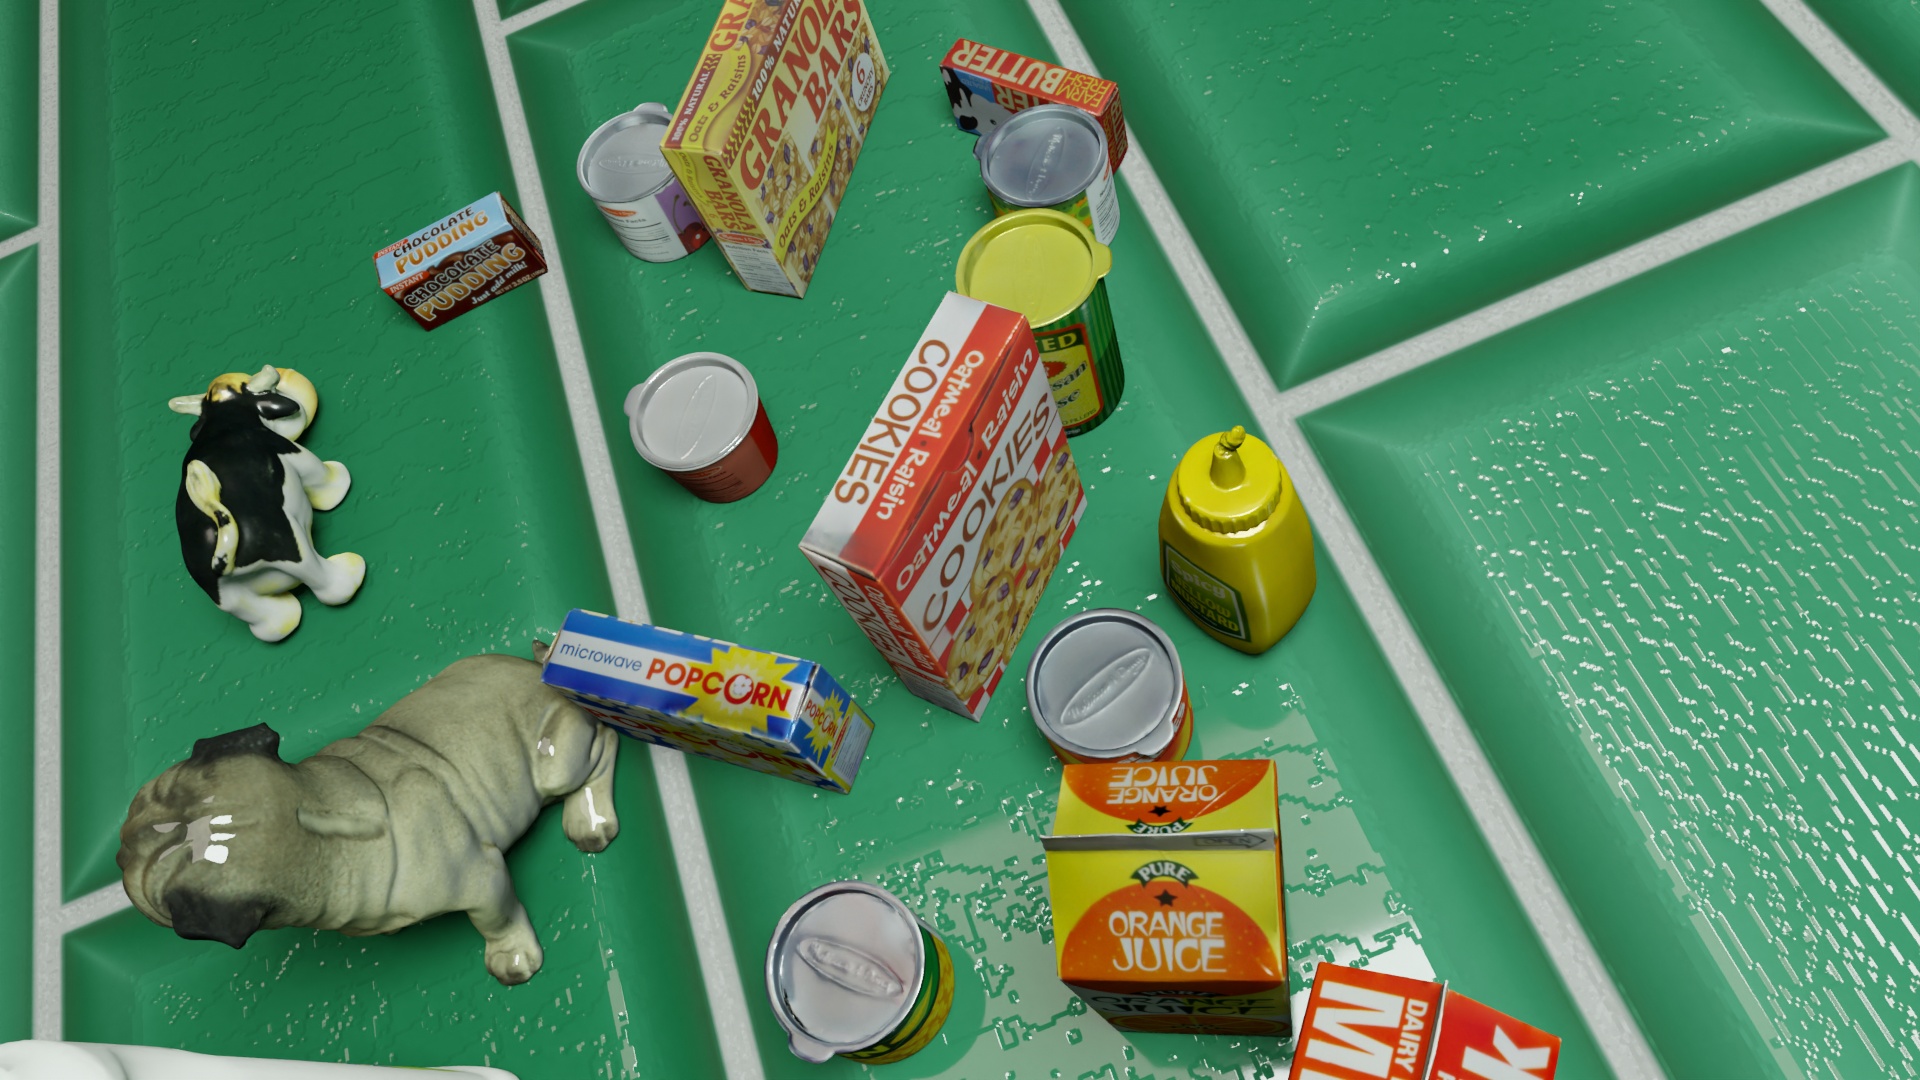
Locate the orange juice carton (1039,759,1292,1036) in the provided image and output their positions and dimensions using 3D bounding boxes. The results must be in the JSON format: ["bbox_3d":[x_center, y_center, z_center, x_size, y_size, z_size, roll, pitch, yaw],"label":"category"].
[{"bbox_3d":[0.078,0.127,0.492,0.072,0.192,0.073,-3,64,13],"label":"orange juice carton"}]

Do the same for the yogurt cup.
[{"bbox_3d":[-0.128,-0.055,0.715,0.072,0.053,0.072,-6,63,12],"label":"yogurt cup"}]

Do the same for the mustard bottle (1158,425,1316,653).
[{"bbox_3d":[0.111,-0.005,0.569,0.065,0.159,0.049,36,78,26],"label":"mustard bottle"}]

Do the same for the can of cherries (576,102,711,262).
[{"bbox_3d":[-0.176,-0.205,0.799,0.071,0.058,0.072,-6,63,12],"label":"can of cherries"}]

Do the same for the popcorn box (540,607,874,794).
[{"bbox_3d":[-0.113,0.073,0.629,0.127,0.085,0.038,11,68,19],"label":"popcorn box"}]

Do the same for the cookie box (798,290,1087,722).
[{"bbox_3d":[0.002,-0.007,0.593,0.040,0.167,0.123,21,71,22],"label":"cookie box"}]

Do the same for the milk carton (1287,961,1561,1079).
[{"bbox_3d":[0.142,0.189,0.447,0.073,0.190,0.072,13,69,20],"label":"milk carton"}]

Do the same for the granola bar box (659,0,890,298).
[{"bbox_3d":[-0.096,-0.236,0.757,0.039,0.123,0.166,10,67,19],"label":"granola bar box"}]

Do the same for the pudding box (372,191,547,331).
[{"bbox_3d":[-0.292,-0.163,0.812,0.084,0.049,0.030,-26,61,0],"label":"pudding box"}]

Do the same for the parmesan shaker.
[{"bbox_3d":[0.044,-0.101,0.666,0.071,0.102,0.071,-6,63,12],"label":"parmesan shaker"}]

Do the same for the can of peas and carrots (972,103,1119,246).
[{"bbox_3d":[0.046,-0.185,0.733,0.071,0.058,0.071,-6,63,12],"label":"can of peas and carrots"}]

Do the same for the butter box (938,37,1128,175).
[{"bbox_3d":[0.041,-0.238,0.764,0.103,0.053,0.024,25,73,24],"label":"butter box"}]

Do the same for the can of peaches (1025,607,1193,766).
[{"bbox_3d":[0.067,0.072,0.600,0.071,0.058,0.071,-6,63,12],"label":"can of peaches"}]

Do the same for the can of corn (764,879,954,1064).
[{"bbox_3d":[-0.041,0.182,0.572,0.071,0.058,0.071,-6,63,12],"label":"can of corn"}]
